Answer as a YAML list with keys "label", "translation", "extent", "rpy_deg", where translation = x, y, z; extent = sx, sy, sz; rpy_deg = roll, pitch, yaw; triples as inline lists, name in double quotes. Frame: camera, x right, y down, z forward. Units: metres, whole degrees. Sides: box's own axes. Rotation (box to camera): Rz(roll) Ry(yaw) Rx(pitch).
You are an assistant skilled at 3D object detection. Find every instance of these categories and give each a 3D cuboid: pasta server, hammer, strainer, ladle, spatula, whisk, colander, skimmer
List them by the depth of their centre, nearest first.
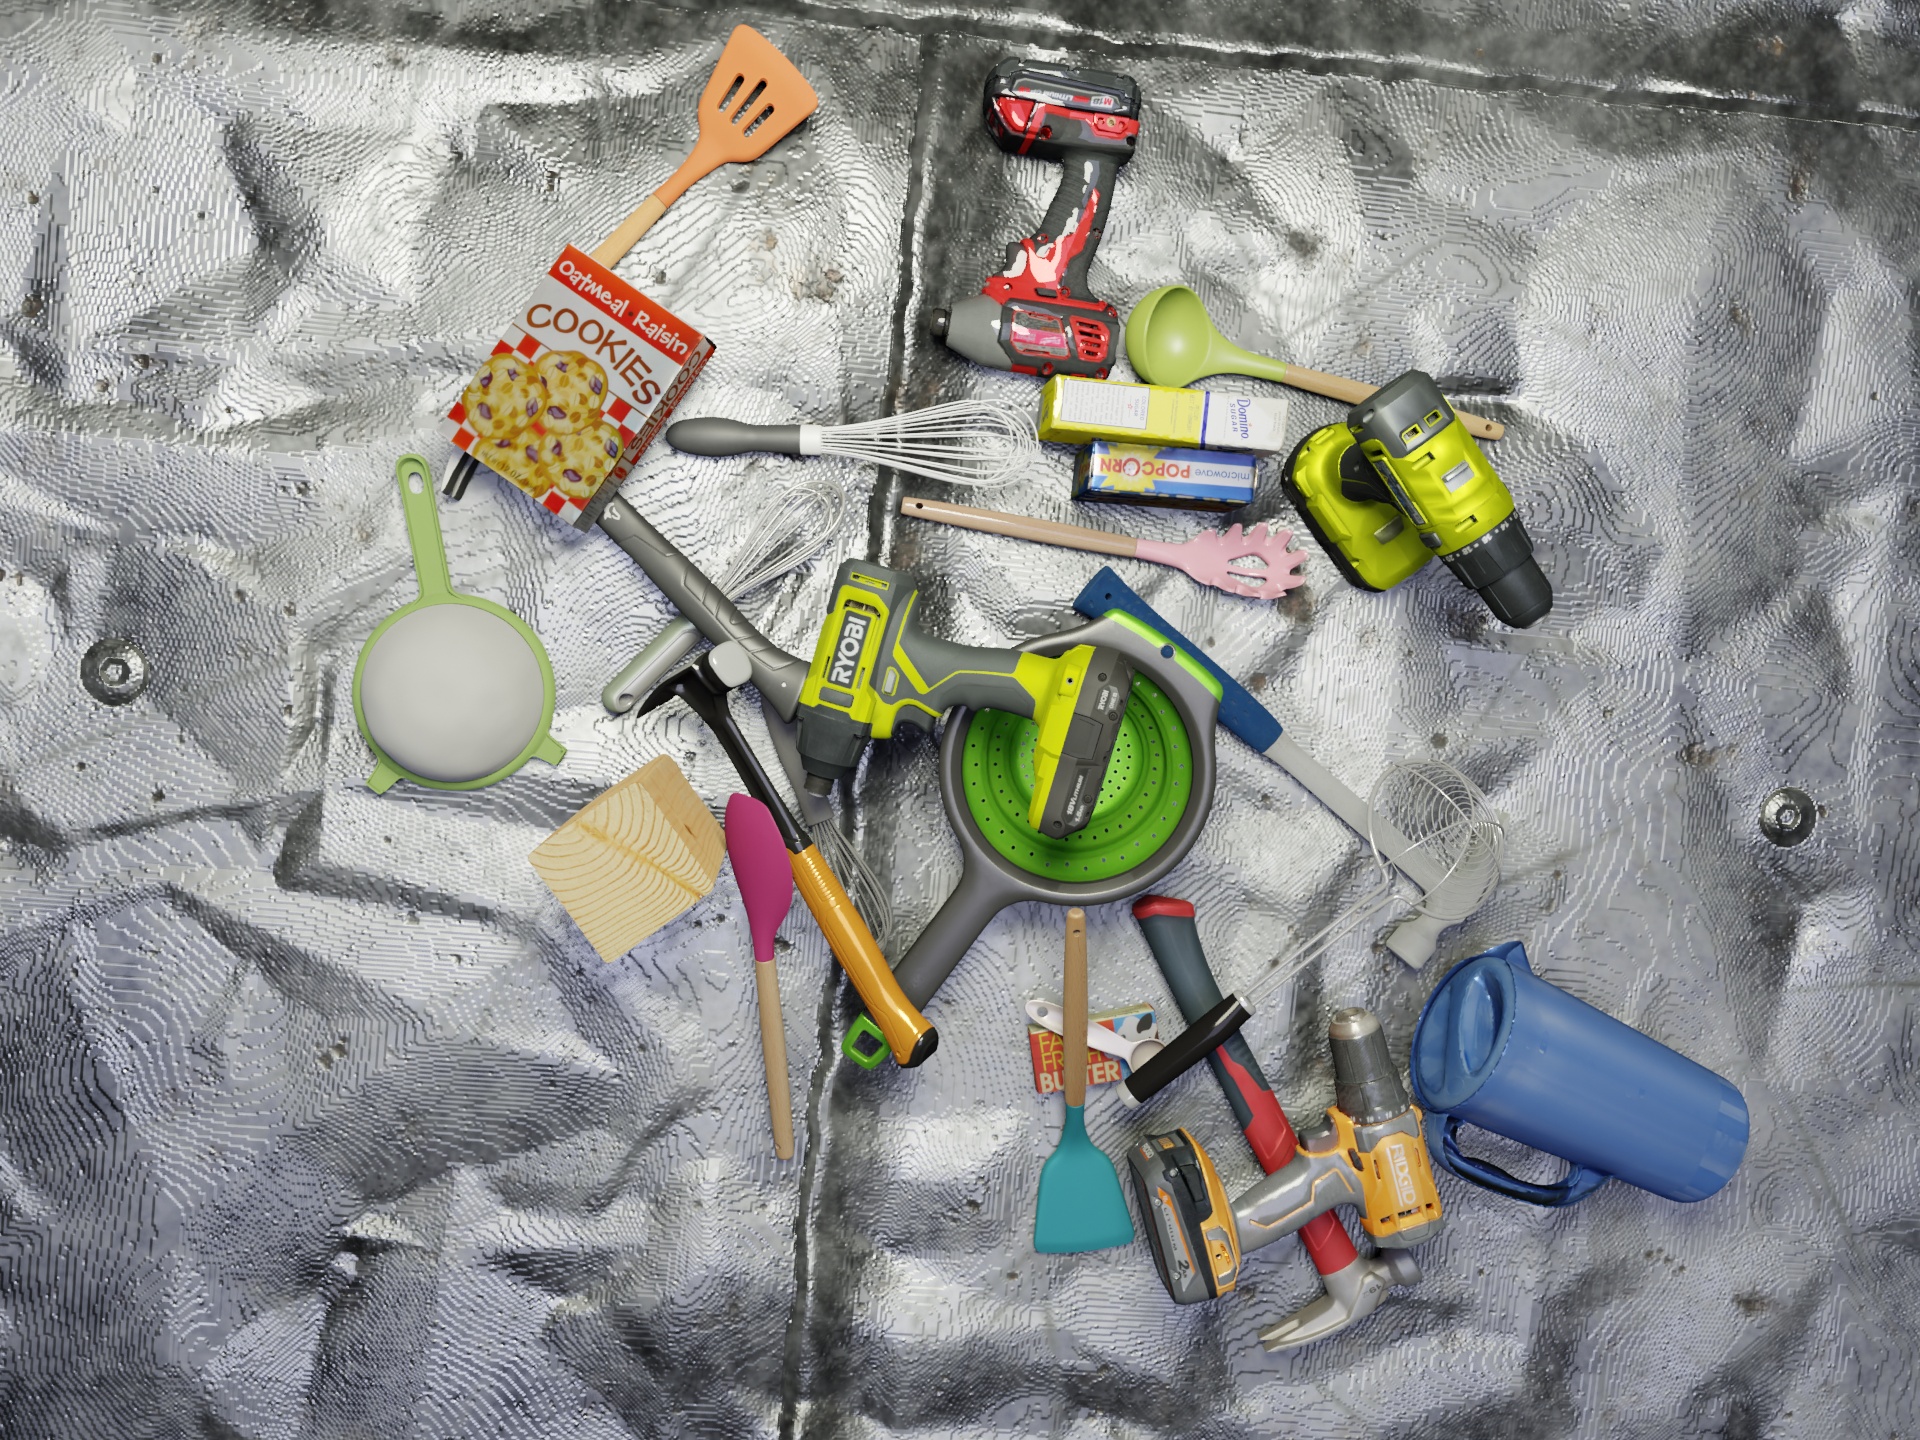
- label: "hammer"
  translation: [-0.117, 0.107, 1.159]
  extent: [0.034, 0.127, 0.337]
  rpy_deg: [-34, 96, -39]
- label: "hammer"
  translation: [-0.235, -0.124, 1.175]
  extent: [0.146, 0.035, 0.335]
  rpy_deg: [-45, 86, 0]
- label: "strainer"
  translation: [-0.389, -0.071, 1.176]
  extent: [0.151, 0.069, 0.256]
  rpy_deg: [-9, 96, -5]
- label: "spatula"
  translation: [-0.242, -0.371, 1.183]
  extent: [0.081, 0.041, 0.322]
  rpy_deg: [44, 90, -7]
- label: "whisk"
  translation: [-0.081, -0.212, 1.206]
  extent: [0.284, 0.070, 0.070]
  rpy_deg: [2, 94, 0]
- label: "whisk"
  translation: [-0.181, -0.093, 1.207]
  extent: [0.246, 0.059, 0.057]
  rpy_deg: [-43, 140, 3]
- label: "colander"
  translation: [0.039, 0.097, 1.219]
  extent: [0.204, 0.094, 0.397]
  rpy_deg: [37, 97, 0]
- label: "spatula"
  translation: [0.092, 0.281, 1.225]
  extent: [0.082, 0.044, 0.317]
  rpy_deg: [-5, 120, -3]
- label: "whisk"
  translation: [-0.106, 0.075, 1.228]
  extent: [0.055, 0.055, 0.239]
  rpy_deg: [-21, 91, -4]
- label: "ladle"
  translation: [0.279, -0.264, 1.233]
  extent: [0.320, 0.062, 0.078]
  rpy_deg: [13, 95, -9]
- label: "pasta server"
  translation: [0.111, -0.141, 1.234]
  extent: [0.316, 0.040, 0.060]
  rpy_deg: [10, 77, -5]
- label: "skimmer"
  translation: [0.266, 0.173, 1.234]
  extent: [0.363, 0.090, 0.127]
  rpy_deg: [-40, 93, 7]
- label: "hammer"
  translation: [0.259, 0.018, 1.260]
  extent: [0.405, 0.035, 0.144]
  rpy_deg: [40, 90, -7]
- label: "hammer"
  translation: [0.224, 0.318, 1.277]
  extent: [0.143, 0.038, 0.386]
  rpy_deg: [-28, 96, -1]

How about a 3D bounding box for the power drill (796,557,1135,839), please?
- label: "power drill"
  translation: [-0.002, -0.004, 1.129]
  extent: [0.223, 0.080, 0.171]
  rpy_deg: [17, 97, 8]

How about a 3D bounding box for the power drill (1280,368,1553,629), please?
- label: "power drill"
  translation: [0.330, -0.150, 1.157]
  extent: [0.080, 0.228, 0.190]
  rpy_deg: [-36, 97, -2]

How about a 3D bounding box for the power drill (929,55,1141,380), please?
- label: "power drill"
  translation: [0.057, -0.371, 1.196]
  extent: [0.143, 0.078, 0.219]
  rpy_deg: [6, 96, -5]

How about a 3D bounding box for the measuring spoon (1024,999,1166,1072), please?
- label: "measuring spoon"
  translation: [0.107, 0.247, 1.250]
  extent: [0.124, 0.018, 0.034]
  rpy_deg: [24, 88, 1]

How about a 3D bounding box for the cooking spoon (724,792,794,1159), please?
- label: "cooking spoon"
  translation: [-0.145, 0.199, 1.192]
  extent: [0.017, 0.069, 0.318]
  rpy_deg: [-28, 124, -43]

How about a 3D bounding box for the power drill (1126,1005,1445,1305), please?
- label: "power drill"
  translation: [0.247, 0.333, 1.223]
  extent: [0.226, 0.084, 0.185]
  rpy_deg: [-15, 96, -6]
